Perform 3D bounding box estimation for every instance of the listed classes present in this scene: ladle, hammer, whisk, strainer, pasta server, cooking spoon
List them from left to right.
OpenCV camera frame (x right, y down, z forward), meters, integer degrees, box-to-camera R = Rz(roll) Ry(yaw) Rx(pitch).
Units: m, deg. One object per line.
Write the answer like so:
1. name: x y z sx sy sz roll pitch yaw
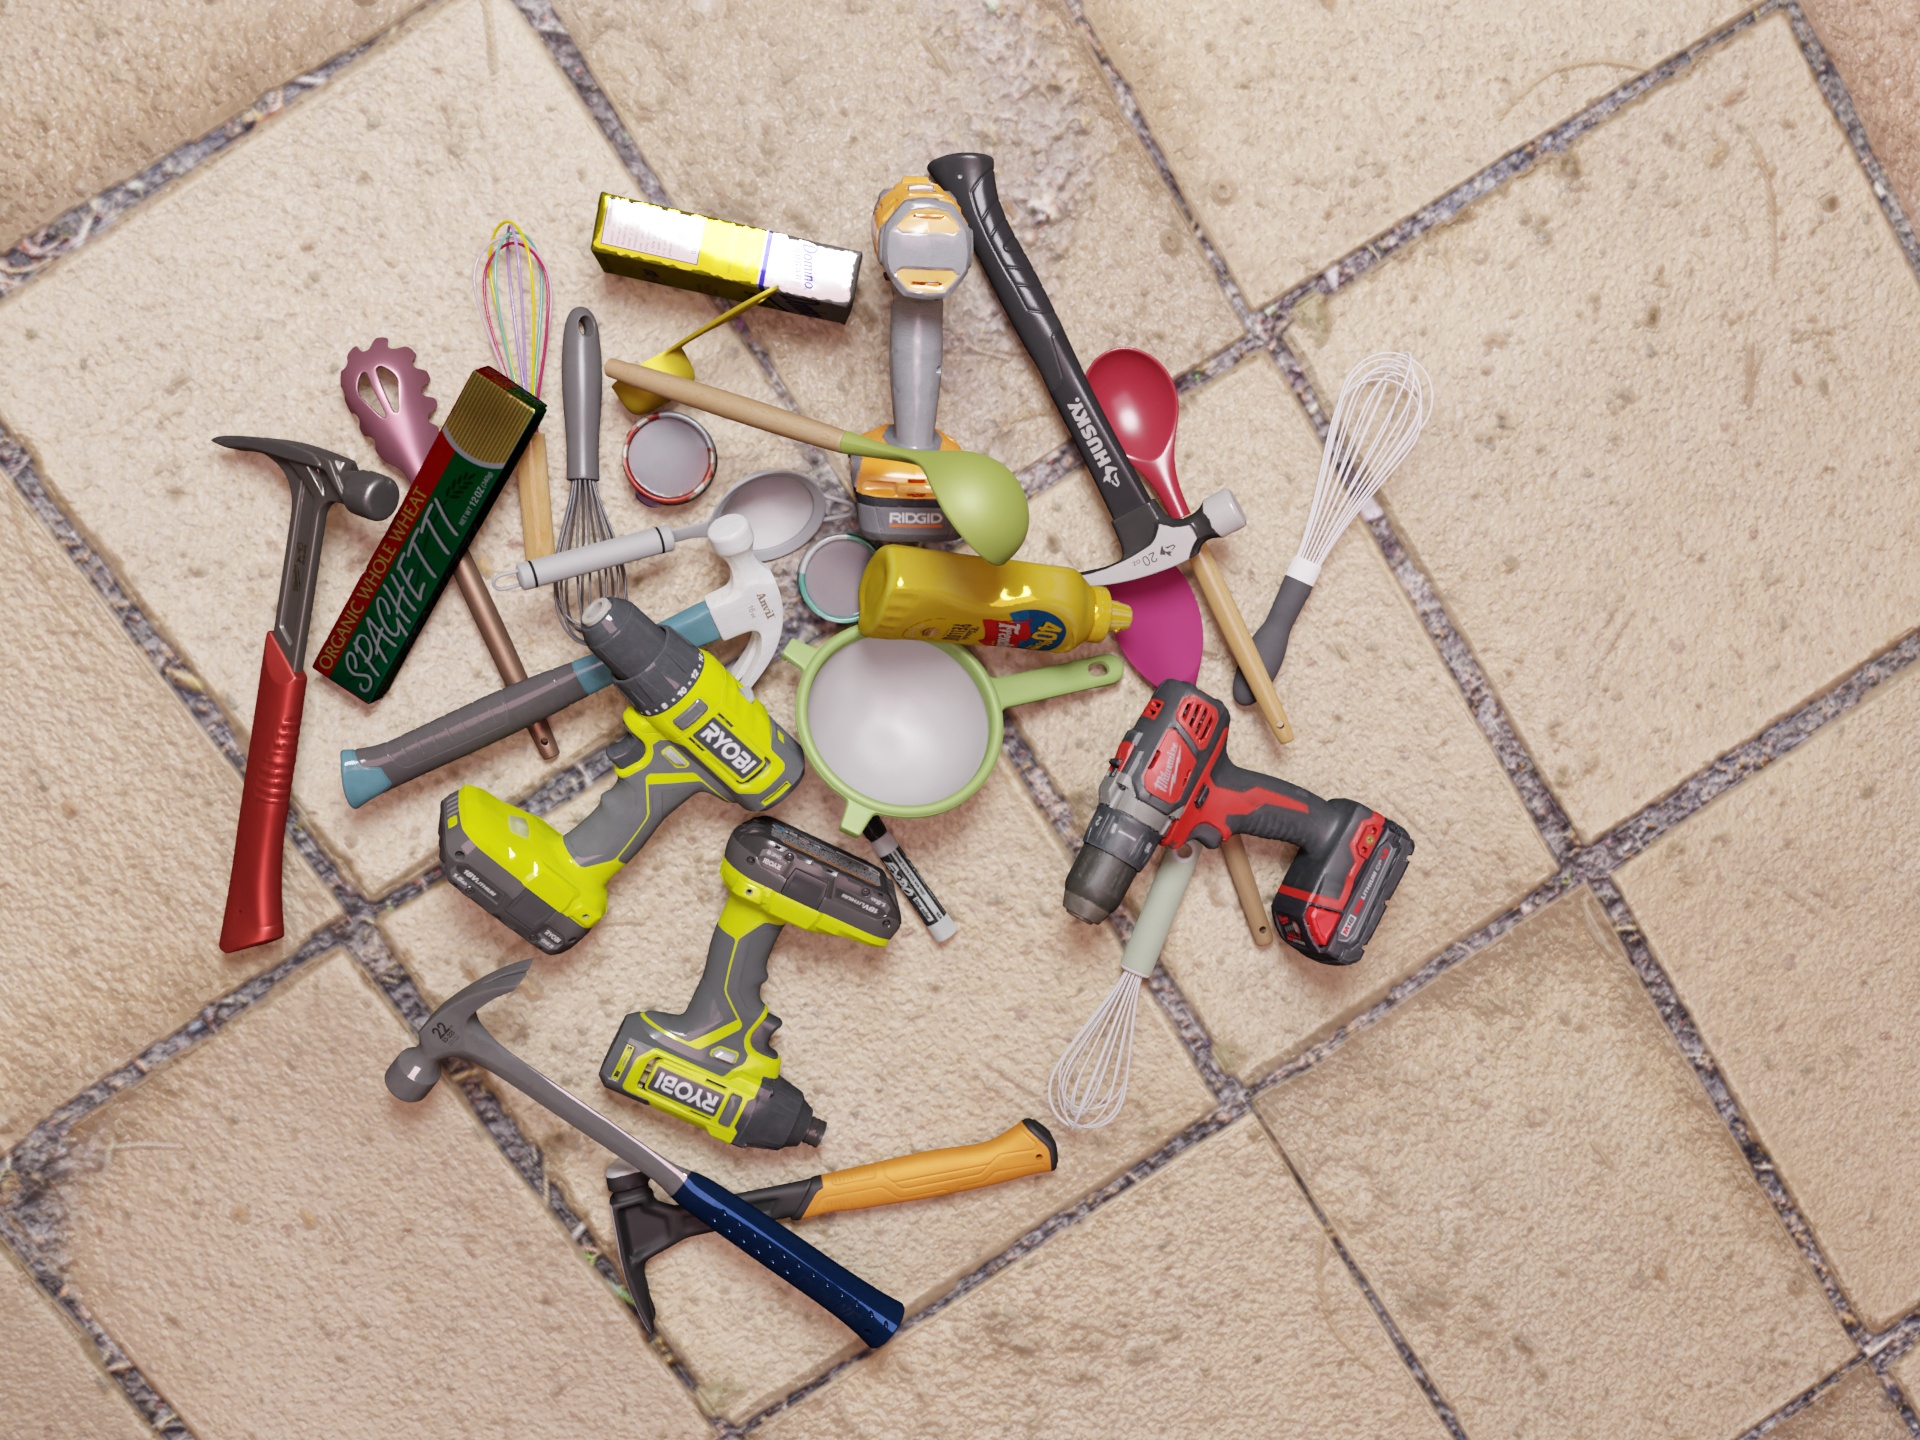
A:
1. hammer: -0.478 -0.013 1.101 0.149 0.036 0.359 18 102 23
2. pasta server: -0.354 -0.118 1.126 0.060 0.040 0.316 -23 102 -4
3. whisk: -0.306 -0.223 1.115 0.047 0.051 0.245 0 101 14
4. hammer: -0.278 -0.025 1.106 0.331 0.033 0.128 -25 131 -4
5. whisk: -0.263 -0.171 1.121 0.055 0.055 0.239 -1 92 -7
6. hammer: -0.206 0.322 1.137 0.405 0.035 0.144 38 112 -11
7. strainer: -0.199 -0.131 1.106 0.258 0.086 0.050 -19 55 -23
8. ladle: -0.100 -0.174 1.024 0.320 0.078 0.062 21 101 20
9. hammer: -0.091 0.364 1.203 0.337 0.034 0.127 -10 97 -6
10. strainer: -0.002 -0.004 1.165 0.256 0.069 0.152 -13 72 -22
11. hammer: 0.065 -0.253 1.140 0.146 0.035 0.335 -27 93 19
12. whisk: 0.130 0.197 1.206 0.058 0.059 0.246 22 88 8
13. ladle: 0.175 -0.126 1.168 0.069 0.031 0.315 -25 93 12
14. cooking spoon: 0.181 0.024 1.206 0.069 0.017 0.319 -21 98 -8
15. whisk: 0.269 -0.140 1.180 0.070 0.070 0.284 23 98 -9

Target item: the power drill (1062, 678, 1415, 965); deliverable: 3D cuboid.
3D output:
1. power drill: 0.196 0.099 1.165 0.226 0.080 0.188 30 84 -13

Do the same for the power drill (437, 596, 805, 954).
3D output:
1. power drill: -0.246 0.037 1.093 0.228 0.080 0.190 -40 124 5

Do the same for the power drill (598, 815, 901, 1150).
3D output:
1. power drill: -0.139 0.198 1.161 0.171 0.080 0.223 26 96 -9

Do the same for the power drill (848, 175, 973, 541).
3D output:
1. power drill: -0.034 -0.255 1.093 0.084 0.185 0.226 0 115 -7

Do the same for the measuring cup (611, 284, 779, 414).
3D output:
1. measuring cup: -0.175 -0.250 1.083 0.156 0.062 0.029 -21 103 35
